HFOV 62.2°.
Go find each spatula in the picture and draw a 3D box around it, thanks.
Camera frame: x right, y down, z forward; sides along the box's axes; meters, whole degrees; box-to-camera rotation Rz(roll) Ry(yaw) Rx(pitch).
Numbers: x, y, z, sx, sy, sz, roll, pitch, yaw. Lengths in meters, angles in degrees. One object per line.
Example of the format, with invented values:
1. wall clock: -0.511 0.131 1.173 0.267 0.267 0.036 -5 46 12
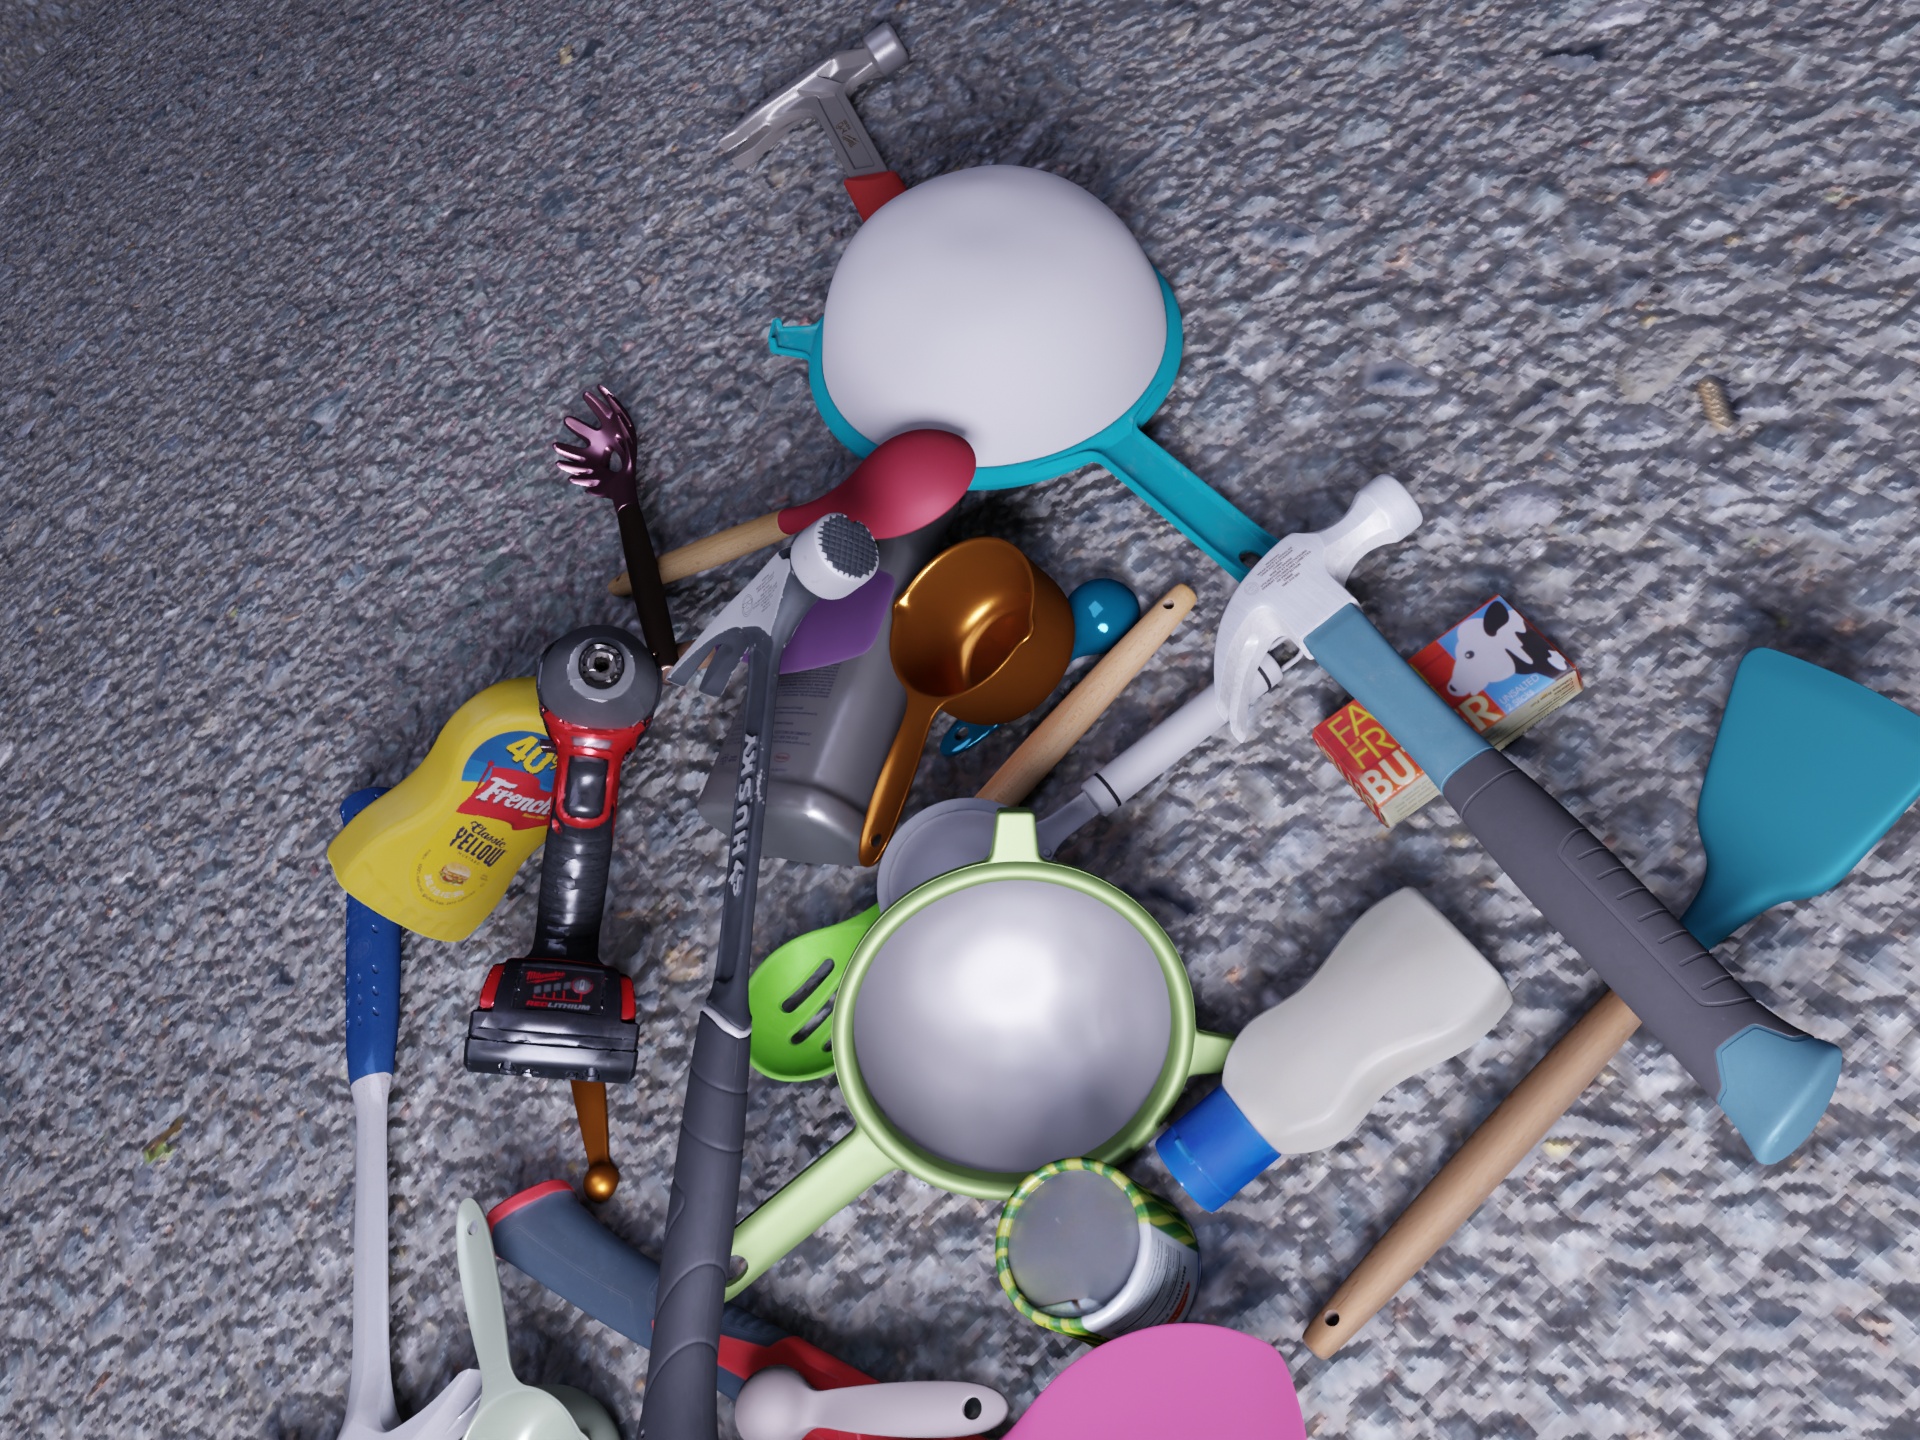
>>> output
1. spatula: -0.143 -0.038 0.872 0.316 0.018 0.060 -9 54 45
2. spatula: 0.233 0.114 0.595 0.317 0.044 0.082 -48 45 -1

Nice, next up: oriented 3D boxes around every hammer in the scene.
1. hammer: -0.103 0.111 0.690 0.149 0.036 0.409 -29 49 47
2. hammer: 0.210 0.029 0.624 0.128 0.033 0.331 -38 46 5
3. hammer: -0.076 0.297 0.673 0.386 0.038 0.143 12 71 35
4. hammer: -0.318 0.206 0.872 0.144 0.035 0.406 -27 52 15
5. hammer: -0.055 -0.327 1.036 0.149 0.036 0.359 -32 51 11

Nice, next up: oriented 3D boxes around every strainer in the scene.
1. strainer: 0.058 0.038 0.736 0.258 0.087 0.050 -38 5 -5
2. strainer: -0.019 0.157 0.688 0.256 0.151 0.069 -41 12 8
3. strainer: 0.051 -0.193 0.827 0.211 0.095 0.341 -34 57 -14

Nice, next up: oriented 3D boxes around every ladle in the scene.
1. ladle: -0.111 -0.106 0.889 0.315 0.031 0.069 -12 49 46

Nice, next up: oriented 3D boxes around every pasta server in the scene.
1. pasta server: -0.203 -0.116 0.961 0.060 0.040 0.317 -47 36 16

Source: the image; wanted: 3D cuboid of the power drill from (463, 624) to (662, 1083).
1. power drill: -0.188 0.063 0.785 0.078 0.143 0.220 7 79 -13

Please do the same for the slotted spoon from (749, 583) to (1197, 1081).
1. slotted spoon: 0.009 0.051 0.777 0.070 0.031 0.314 40 84 26

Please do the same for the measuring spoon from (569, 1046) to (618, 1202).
1. measuring spoon: -0.194 0.193 0.821 0.021 0.011 0.117 -30 51 12

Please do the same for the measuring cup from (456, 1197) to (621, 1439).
1. measuring cup: -0.200 0.300 0.730 0.083 0.038 0.168 -32 59 16

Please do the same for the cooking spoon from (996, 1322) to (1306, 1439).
1. cooking spoon: -0.021 0.293 0.605 0.319 0.017 0.069 -22 65 20

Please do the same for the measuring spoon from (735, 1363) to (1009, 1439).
1. measuring spoon: -0.039 0.271 0.628 0.124 0.018 0.034 -12 59 25

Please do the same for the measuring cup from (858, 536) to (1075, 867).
1. measuring cup: -0.001 -0.003 0.786 0.095 0.052 0.174 14 79 43

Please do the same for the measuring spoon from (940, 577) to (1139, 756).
1. measuring spoon: 0.035 -0.028 0.811 0.128 0.021 0.042 -41 50 4
